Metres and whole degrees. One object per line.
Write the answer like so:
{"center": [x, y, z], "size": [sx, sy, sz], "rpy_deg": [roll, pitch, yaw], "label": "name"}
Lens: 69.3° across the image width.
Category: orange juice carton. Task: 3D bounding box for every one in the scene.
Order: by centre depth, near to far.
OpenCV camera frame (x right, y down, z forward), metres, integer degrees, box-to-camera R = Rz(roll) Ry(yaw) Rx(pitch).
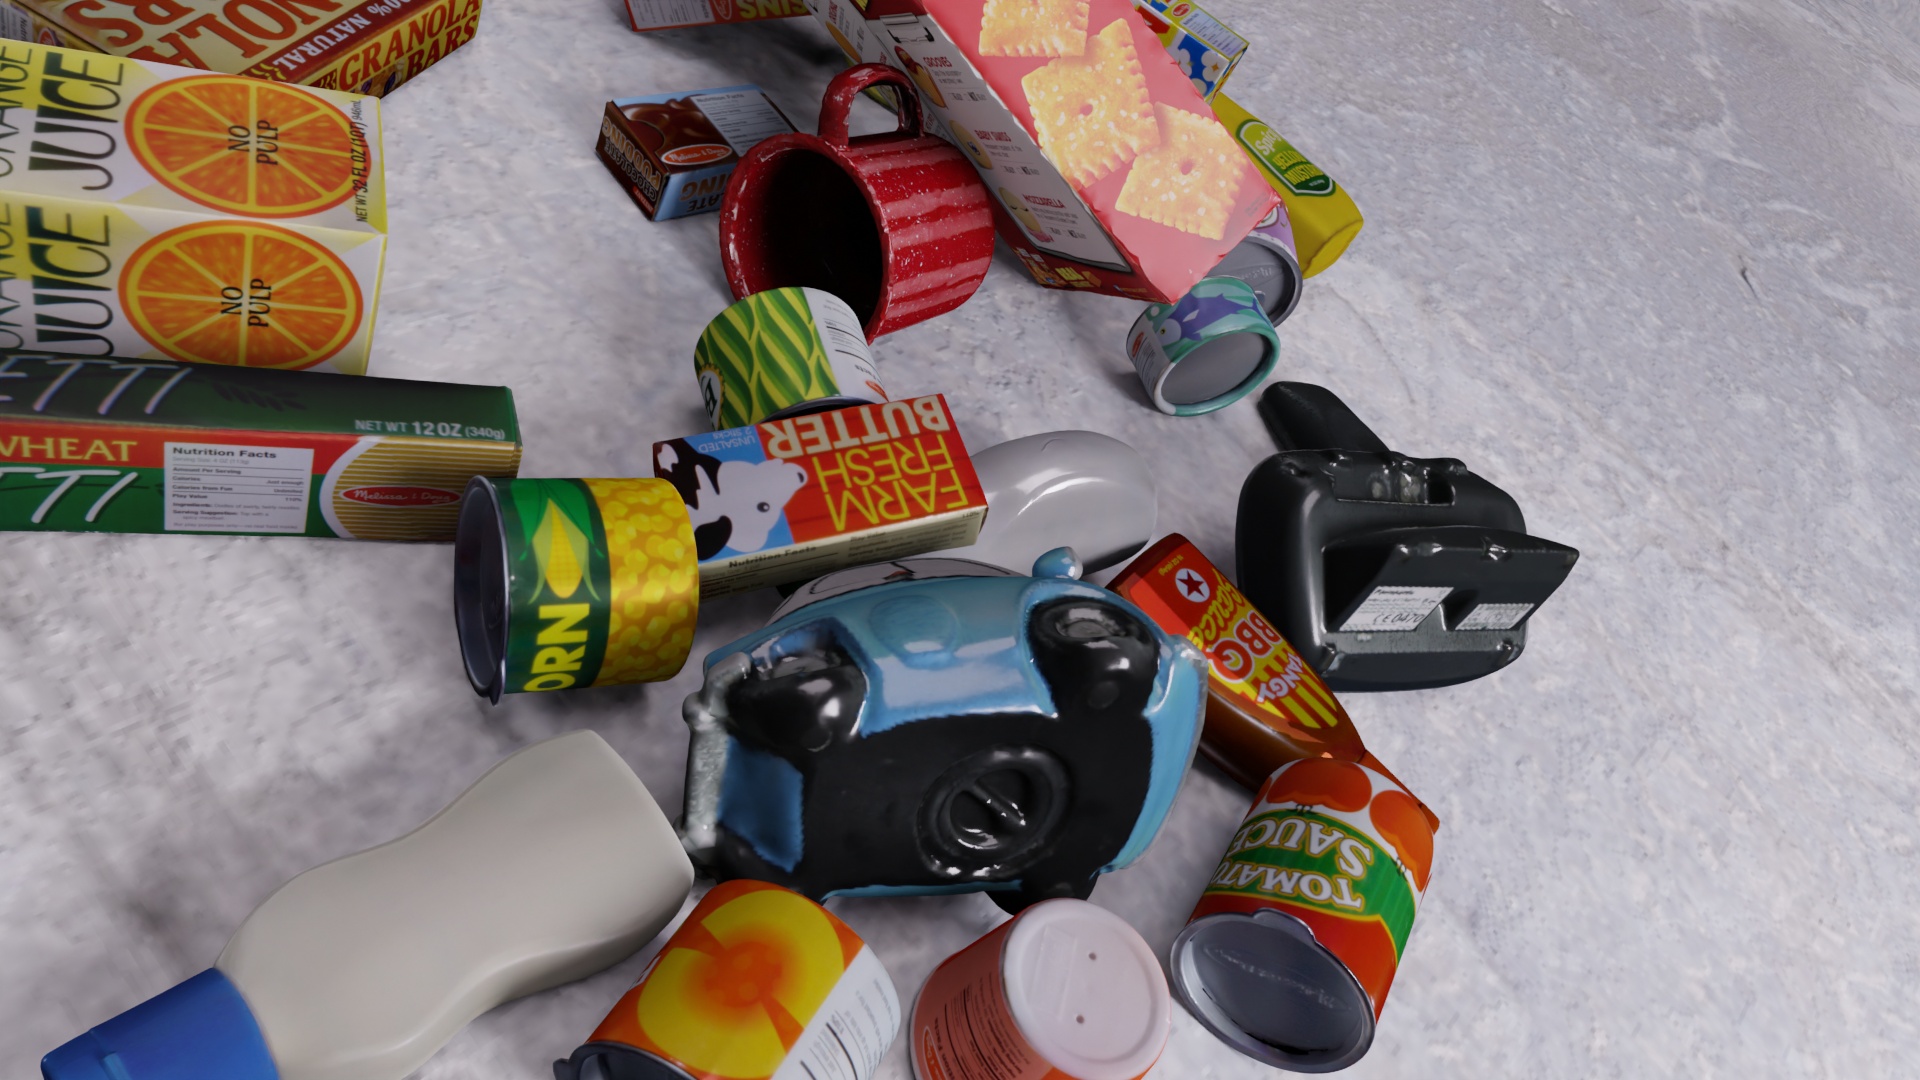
{"center": [-0.285, -0.104, 0.429], "size": [0.193, 0.072, 0.072], "rpy_deg": [1, 52, -29], "label": "orange juice carton"}

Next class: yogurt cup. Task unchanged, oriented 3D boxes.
{"center": [0.025, 0.141, 0.408], "size": [0.072, 0.053, 0.073], "rpy_deg": [16, 46, -17], "label": "yogurt cup"}

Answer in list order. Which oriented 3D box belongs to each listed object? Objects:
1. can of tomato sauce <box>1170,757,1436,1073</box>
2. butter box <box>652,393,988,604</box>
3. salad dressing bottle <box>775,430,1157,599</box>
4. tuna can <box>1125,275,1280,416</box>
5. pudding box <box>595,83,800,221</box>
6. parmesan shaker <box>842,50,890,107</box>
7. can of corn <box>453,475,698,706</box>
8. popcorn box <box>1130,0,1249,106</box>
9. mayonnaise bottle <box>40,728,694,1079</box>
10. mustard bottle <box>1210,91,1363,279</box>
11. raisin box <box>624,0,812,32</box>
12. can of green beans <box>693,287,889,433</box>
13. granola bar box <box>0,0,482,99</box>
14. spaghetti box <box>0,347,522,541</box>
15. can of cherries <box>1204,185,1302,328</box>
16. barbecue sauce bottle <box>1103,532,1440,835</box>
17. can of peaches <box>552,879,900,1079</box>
{"center": [0.117, 0.122, 0.467], "size": [0.071, 0.070, 0.083], "rpy_deg": [39, 43, 6], "label": "can of tomato sauce"}
{"center": [-0.047, -0.016, 0.468], "size": [0.104, 0.024, 0.053], "rpy_deg": [-12, 60, -18], "label": "butter box"}
{"center": [0.002, -0.007, 0.522], "size": [0.148, 0.064, 0.044], "rpy_deg": [-9, 46, -27], "label": "salad dressing bottle"}
{"center": [0.117, -0.091, 0.653], "size": [0.071, 0.070, 0.033], "rpy_deg": [-2, 55, -31], "label": "tuna can"}
{"center": [-0.114, -0.175, 0.621], "size": [0.084, 0.030, 0.050], "rpy_deg": [-24, 69, -41], "label": "pudding box"}
{"center": [-0.013, -0.282, 0.746], "size": [0.071, 0.071, 0.103], "rpy_deg": [34, 44, 0], "label": "parmesan shaker"}
{"center": [-0.118, 0.015, 0.426], "size": [0.058, 0.070, 0.071], "rpy_deg": [-2, 54, -32], "label": "can of corn"}
{"center": [0.071, -0.214, 0.692], "size": [0.085, 0.126, 0.038], "rpy_deg": [37, 39, 3], "label": "popcorn box"}
{"center": [-0.144, 0.105, 0.352], "size": [0.149, 0.041, 0.065], "rpy_deg": [-26, 67, -41], "label": "mayonnaise bottle"}
{"center": [0.158, -0.219, 0.802], "size": [0.160, 0.048, 0.065], "rpy_deg": [47, 44, 13], "label": "mustard bottle"}
{"center": [-0.098, -0.292, 0.686], "size": [0.123, 0.039, 0.086], "rpy_deg": [-2, 45, 9], "label": "raisin box"}
{"center": [-0.062, -0.052, 0.517], "size": [0.071, 0.071, 0.058], "rpy_deg": [0, 52, -30], "label": "can of green beans"}
{"center": [-0.289, -0.215, 0.549], "size": [0.124, 0.038, 0.166], "rpy_deg": [30, 44, -4], "label": "granola bar box"}
{"center": [-0.257, -0.027, 0.395], "size": [0.250, 0.050, 0.029], "rpy_deg": [2, 50, -29], "label": "spaghetti box"}
{"center": [0.139, -0.148, 0.714], "size": [0.071, 0.071, 0.059], "rpy_deg": [19, 45, -15], "label": "can of cherries"}
{"center": [0.115, 0.066, 0.533], "size": [0.149, 0.043, 0.065], "rpy_deg": [46, 43, 12], "label": "barbecue sauce bottle"}
{"center": [-0.059, 0.131, 0.361], "size": [0.071, 0.071, 0.058], "rpy_deg": [37, 44, 4], "label": "can of peaches"}
